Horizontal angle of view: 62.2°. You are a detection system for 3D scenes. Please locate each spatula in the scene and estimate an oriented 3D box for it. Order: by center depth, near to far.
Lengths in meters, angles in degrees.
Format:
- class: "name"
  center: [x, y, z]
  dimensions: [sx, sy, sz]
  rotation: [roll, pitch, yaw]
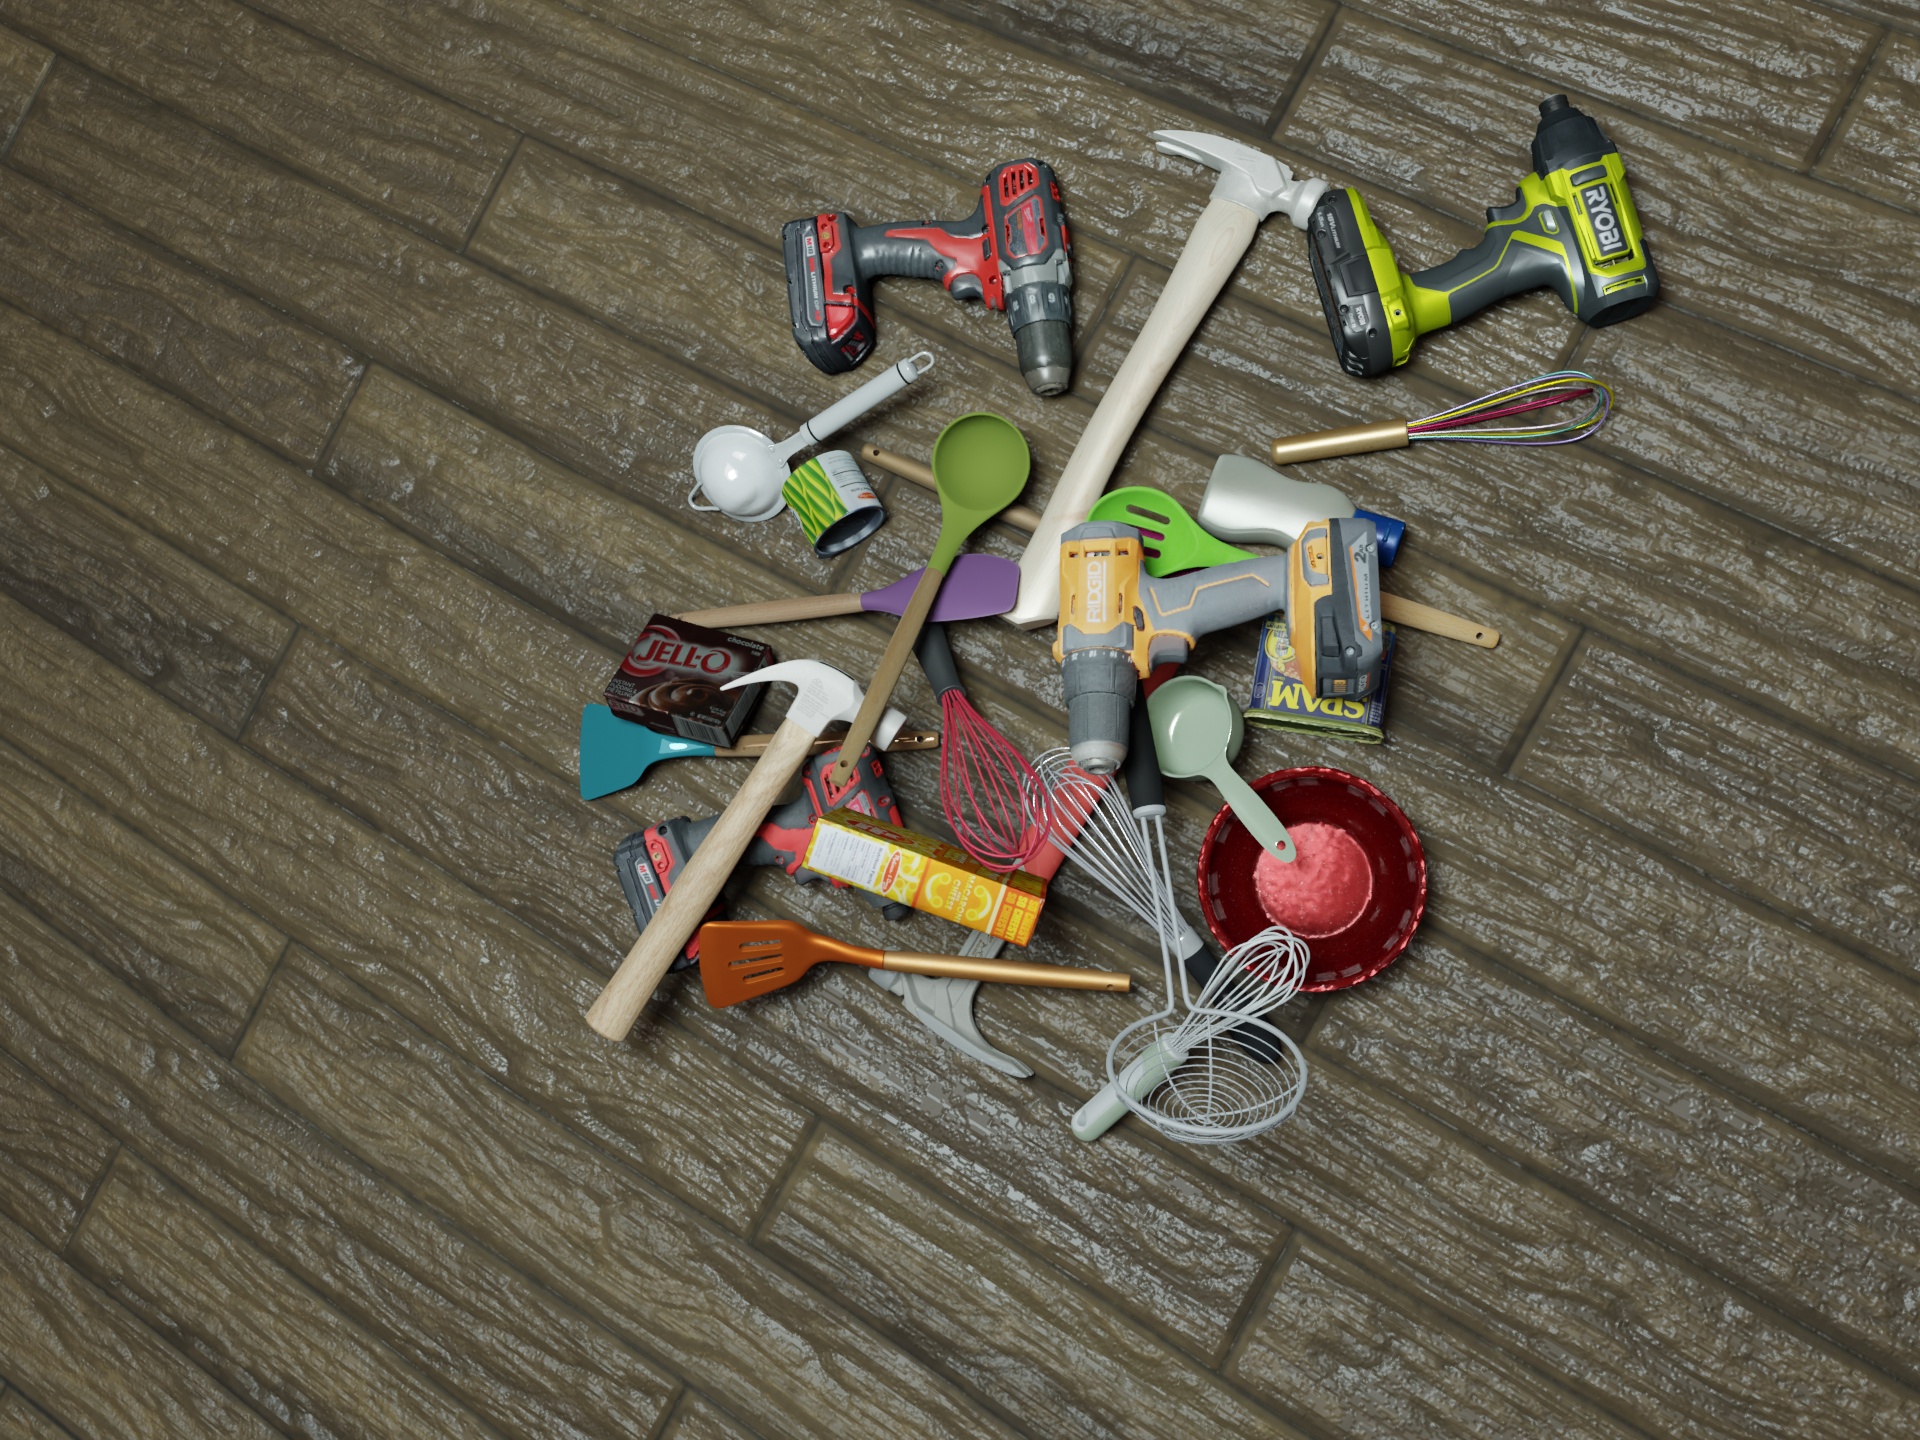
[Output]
- class: "spatula"
  center: [-0.035, 0.188, 1.193]
  dimensions: [0.322, 0.041, 0.081]
  rotation: [4, 119, 9]
- class: "spatula"
  center: [-0.099, -0.095, 1.273]
  dimensions: [0.316, 0.018, 0.060]
  rotation: [-5, 61, 24]
- class: "spatula"
  center: [-0.171, 0.020, 1.303]
  dimensions: [0.317, 0.044, 0.082]
  rotation: [-2, 82, 10]

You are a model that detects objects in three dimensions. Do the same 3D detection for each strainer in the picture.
- class: "strainer"
  center: [-0.128, -0.227, 1.278]
  dimensions: [0.258, 0.050, 0.086]
  rotation: [-28, 112, 23]

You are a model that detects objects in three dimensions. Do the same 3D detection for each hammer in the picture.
- class: "hammer"
  center: [-0.184, 0.098, 1.204]
  dimensions: [0.130, 0.031, 0.331]
  rotation: [34, 93, 2]
- class: "hammer"
  center: [0.080, 0.089, 1.220]
  dimensions: [0.149, 0.036, 0.359]
  rotation: [32, 93, 16]
- class: "hammer"
  center: [0.127, -0.261, 1.235]
  dimensions: [0.146, 0.038, 0.410]
  rotation: [28, 88, 16]

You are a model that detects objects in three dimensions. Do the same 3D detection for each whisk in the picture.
- class: "whisk"
  center: [0.159, 0.230, 1.144]
  dimensions: [0.246, 0.059, 0.058]
  rotation: [-49, 33, 28]
- class: "whisk"
  center: [0.146, 0.137, 1.165]
  dimensions: [0.070, 0.070, 0.284]
  rotation: [-38, 92, 8]
- class: "whisk"
  center: [0.354, -0.222, 1.180]
  dimensions: [0.245, 0.047, 0.051]
  rotation: [-6, 83, 17]
- class: "whisk"
  center: [-0.002, -0.004, 1.188]
  dimensions: [0.073, 0.073, 0.296]
  rotation: [-31, 48, 10]

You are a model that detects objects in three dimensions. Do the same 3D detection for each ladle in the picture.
- class: "ladle"
  center: [-0.030, -0.095, 1.192]
  dimensions: [0.078, 0.062, 0.320]
  rotation: [20, 67, 9]

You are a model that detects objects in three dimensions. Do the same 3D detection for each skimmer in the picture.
- class: "skimmer"
  center: [0.143, 0.107, 1.077]
  dimensions: [0.127, 0.090, 0.364]
  rotation: [-4, 64, -5]

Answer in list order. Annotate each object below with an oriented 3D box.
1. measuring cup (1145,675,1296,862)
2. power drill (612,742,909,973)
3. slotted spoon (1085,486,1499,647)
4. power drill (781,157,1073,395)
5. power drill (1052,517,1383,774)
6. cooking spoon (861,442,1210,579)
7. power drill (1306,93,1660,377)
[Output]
- class: "measuring cup"
  center: [0.195, 0.040, 1.148]
  dimensions: [0.083, 0.038, 0.168]
  rotation: [-45, 59, 17]
- class: "power drill"
  center: [-0.147, 0.116, 1.254]
  dimensions: [0.219, 0.078, 0.143]
  rotation: [-21, 91, 7]
- class: "slotted spoon"
  center: [0.244, -0.105, 1.182]
  dimensions: [0.314, 0.031, 0.070]
  rotation: [18, 105, 6]
- class: "power drill"
  center: [-0.019, -0.338, 1.277]
  dimensions: [0.226, 0.080, 0.188]
  rotation: [-9, 82, 11]
- class: "power drill"
  center: [0.177, -0.053, 1.115]
  dimensions: [0.226, 0.084, 0.185]
  rotation: [-2, 67, 12]
- class: "cooking spoon"
  center: [0.060, -0.157, 1.262]
  dimensions: [0.319, 0.017, 0.069]
  rotation: [25, 87, 16]
- class: "power drill"
  center: [0.377, -0.355, 1.173]
  dimensions: [0.223, 0.080, 0.171]
  rotation: [-15, 81, 9]
